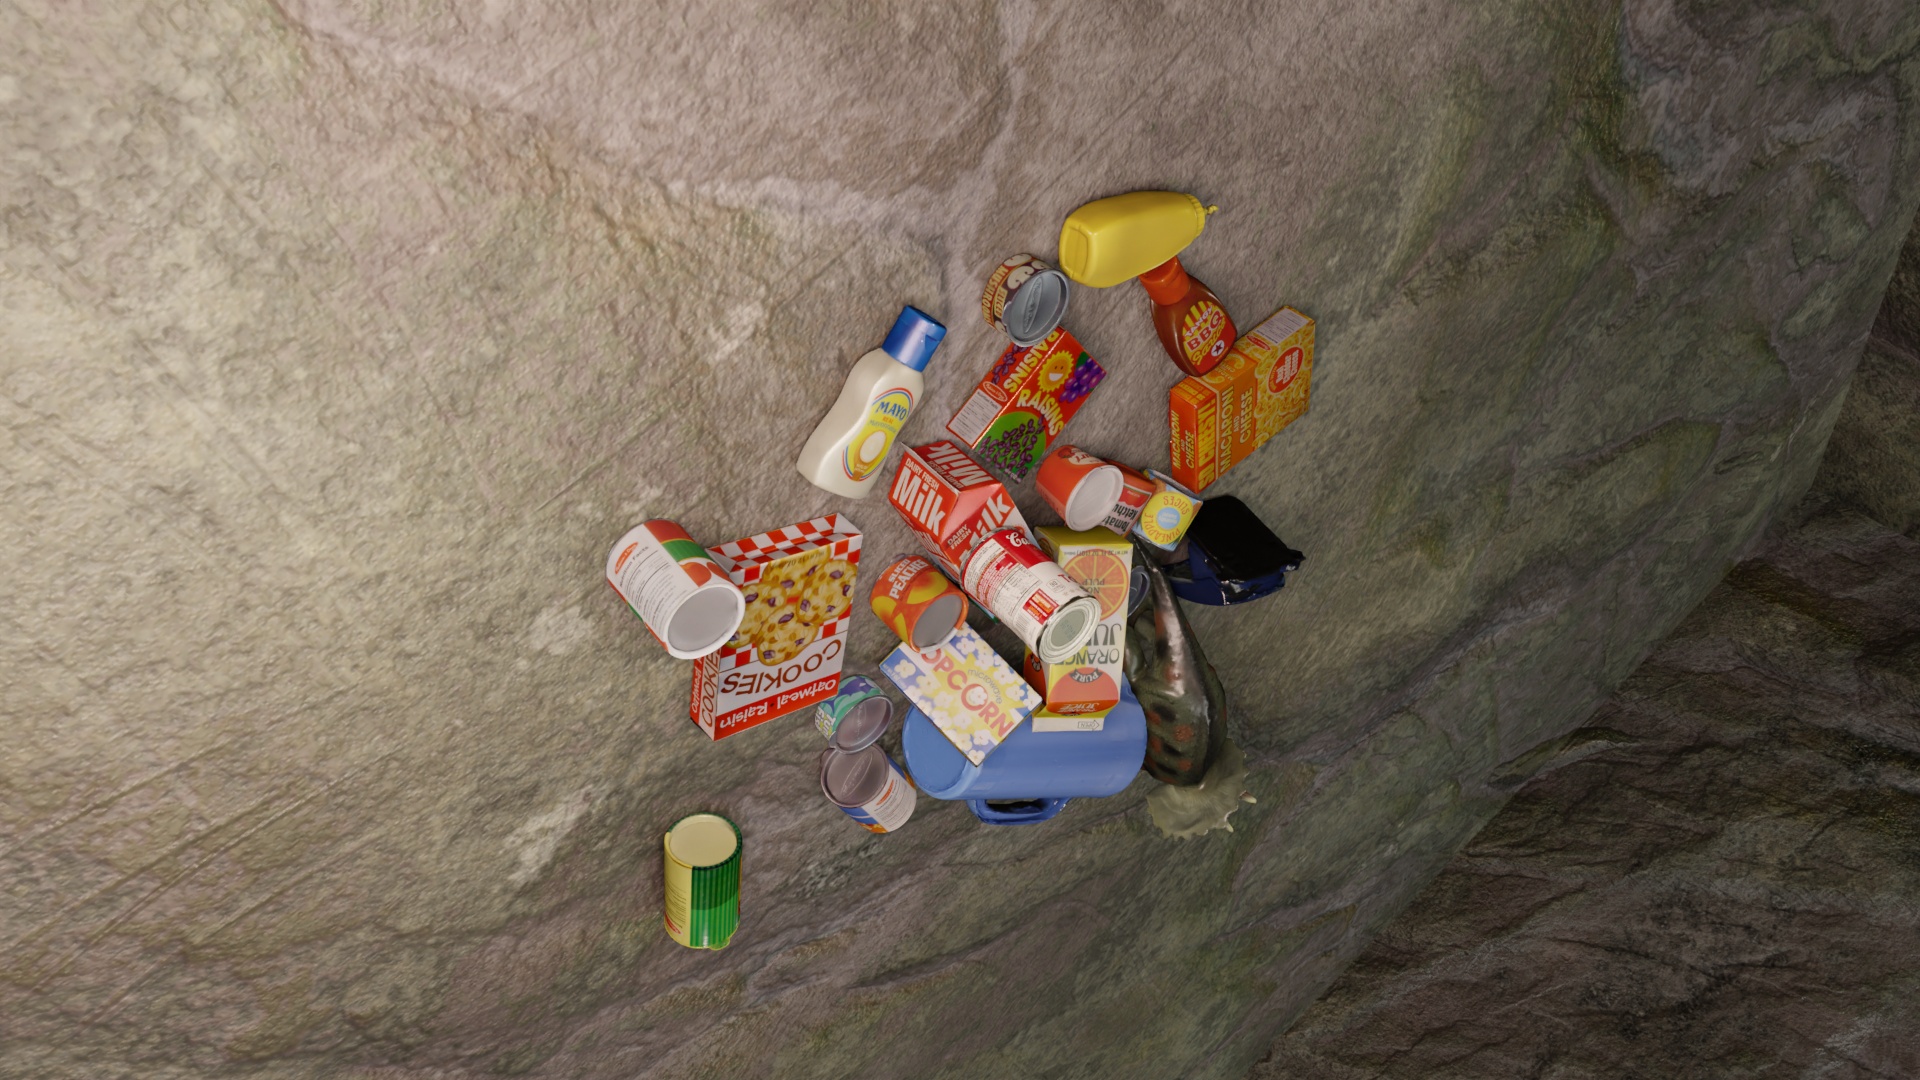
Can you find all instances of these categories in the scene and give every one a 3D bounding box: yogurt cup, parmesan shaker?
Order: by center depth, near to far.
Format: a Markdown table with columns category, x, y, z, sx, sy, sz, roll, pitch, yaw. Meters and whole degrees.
| category | x | y | z | sx | sy | sz | roll | pitch | yaw |
| --- | --- | --- | --- | --- | --- | --- | --- | --- | --- |
| parmesan shaker | -0.220 | 0.295 | 1.199 | 0.071 | 0.071 | 0.102 | -21 | 135 | -35 |
| yogurt cup | 0.105 | -0.050 | 1.255 | 0.073 | 0.054 | 0.072 | -28 | 139 | -27 |

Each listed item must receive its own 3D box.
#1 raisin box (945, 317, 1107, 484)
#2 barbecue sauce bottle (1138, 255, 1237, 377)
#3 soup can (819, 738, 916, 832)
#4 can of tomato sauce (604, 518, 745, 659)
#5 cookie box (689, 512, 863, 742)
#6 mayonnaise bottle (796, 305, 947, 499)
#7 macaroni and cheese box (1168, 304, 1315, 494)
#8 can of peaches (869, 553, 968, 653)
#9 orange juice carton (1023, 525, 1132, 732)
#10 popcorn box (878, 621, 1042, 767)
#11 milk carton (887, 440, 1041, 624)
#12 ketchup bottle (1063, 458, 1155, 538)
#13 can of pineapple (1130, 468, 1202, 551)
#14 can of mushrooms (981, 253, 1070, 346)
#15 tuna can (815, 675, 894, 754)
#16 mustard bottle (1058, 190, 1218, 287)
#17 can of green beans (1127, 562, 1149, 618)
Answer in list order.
| category | x | y | z | sx | sy | sz | roll | pitch | yaw |
| --- | --- | --- | --- | --- | --- | --- | --- | --- | --- |
| raisin box | 0.056 | -0.117 | 1.155 | 0.123 | 0.040 | 0.086 | -51 | 144 | 4 |
| barbecue sauce bottle | 0.196 | -0.204 | 1.224 | 0.065 | 0.044 | 0.148 | -49 | 144 | 0 |
| soup can | -0.086 | 0.227 | 1.289 | 0.071 | 0.071 | 0.083 | -44 | 148 | -8 |
| can of tomato sauce | -0.199 | 0.034 | 0.978 | 0.071 | 0.083 | 0.070 | -28 | 139 | -27 |
| cookie box | -0.148 | 0.069 | 1.102 | 0.123 | 0.040 | 0.166 | -17 | 132 | -37 |
| mayonnaise bottle | -0.062 | -0.103 | 1.037 | 0.065 | 0.041 | 0.147 | 17 | 109 | -50 |
| macaroni and cheese box | 0.277 | -0.138 | 1.373 | 0.167 | 0.040 | 0.123 | -35 | 142 | -20 |
| can of peaches | -0.036 | 0.053 | 1.193 | 0.071 | 0.058 | 0.070 | -28 | 140 | -27 |
| orange juice carton | 0.105 | 0.086 | 1.276 | 0.072 | 0.073 | 0.192 | -1 | 105 | -15 |
| popcorn box | 0.000 | 0.128 | 1.241 | 0.085 | 0.127 | 0.038 | -44 | 173 | -10 |
| milk carton | 0.004 | -0.015 | 1.162 | 0.073 | 0.072 | 0.190 | -44 | 144 | -7 |
| ketchup bottle | 0.124 | -0.004 | 1.325 | 0.065 | 0.044 | 0.148 | 19 | 108 | -37 |
| can of pineapple | 0.195 | -0.030 | 1.357 | 0.071 | 0.071 | 0.057 | 14 | 110 | -52 |
| can of mushrooms | 0.049 | -0.188 | 1.088 | 0.071 | 0.033 | 0.070 | -29 | 140 | -27 |
| tuna can | -0.097 | 0.157 | 1.241 | 0.071 | 0.033 | 0.070 | -28 | 139 | -28 |
| mustard bottle | 0.151 | -0.252 | 1.127 | 0.161 | 0.049 | 0.065 | -23 | 137 | -33 |
| can of green beans | 0.144 | 0.042 | 1.376 | 0.071 | 0.058 | 0.071 | -28 | 139 | -27 |
